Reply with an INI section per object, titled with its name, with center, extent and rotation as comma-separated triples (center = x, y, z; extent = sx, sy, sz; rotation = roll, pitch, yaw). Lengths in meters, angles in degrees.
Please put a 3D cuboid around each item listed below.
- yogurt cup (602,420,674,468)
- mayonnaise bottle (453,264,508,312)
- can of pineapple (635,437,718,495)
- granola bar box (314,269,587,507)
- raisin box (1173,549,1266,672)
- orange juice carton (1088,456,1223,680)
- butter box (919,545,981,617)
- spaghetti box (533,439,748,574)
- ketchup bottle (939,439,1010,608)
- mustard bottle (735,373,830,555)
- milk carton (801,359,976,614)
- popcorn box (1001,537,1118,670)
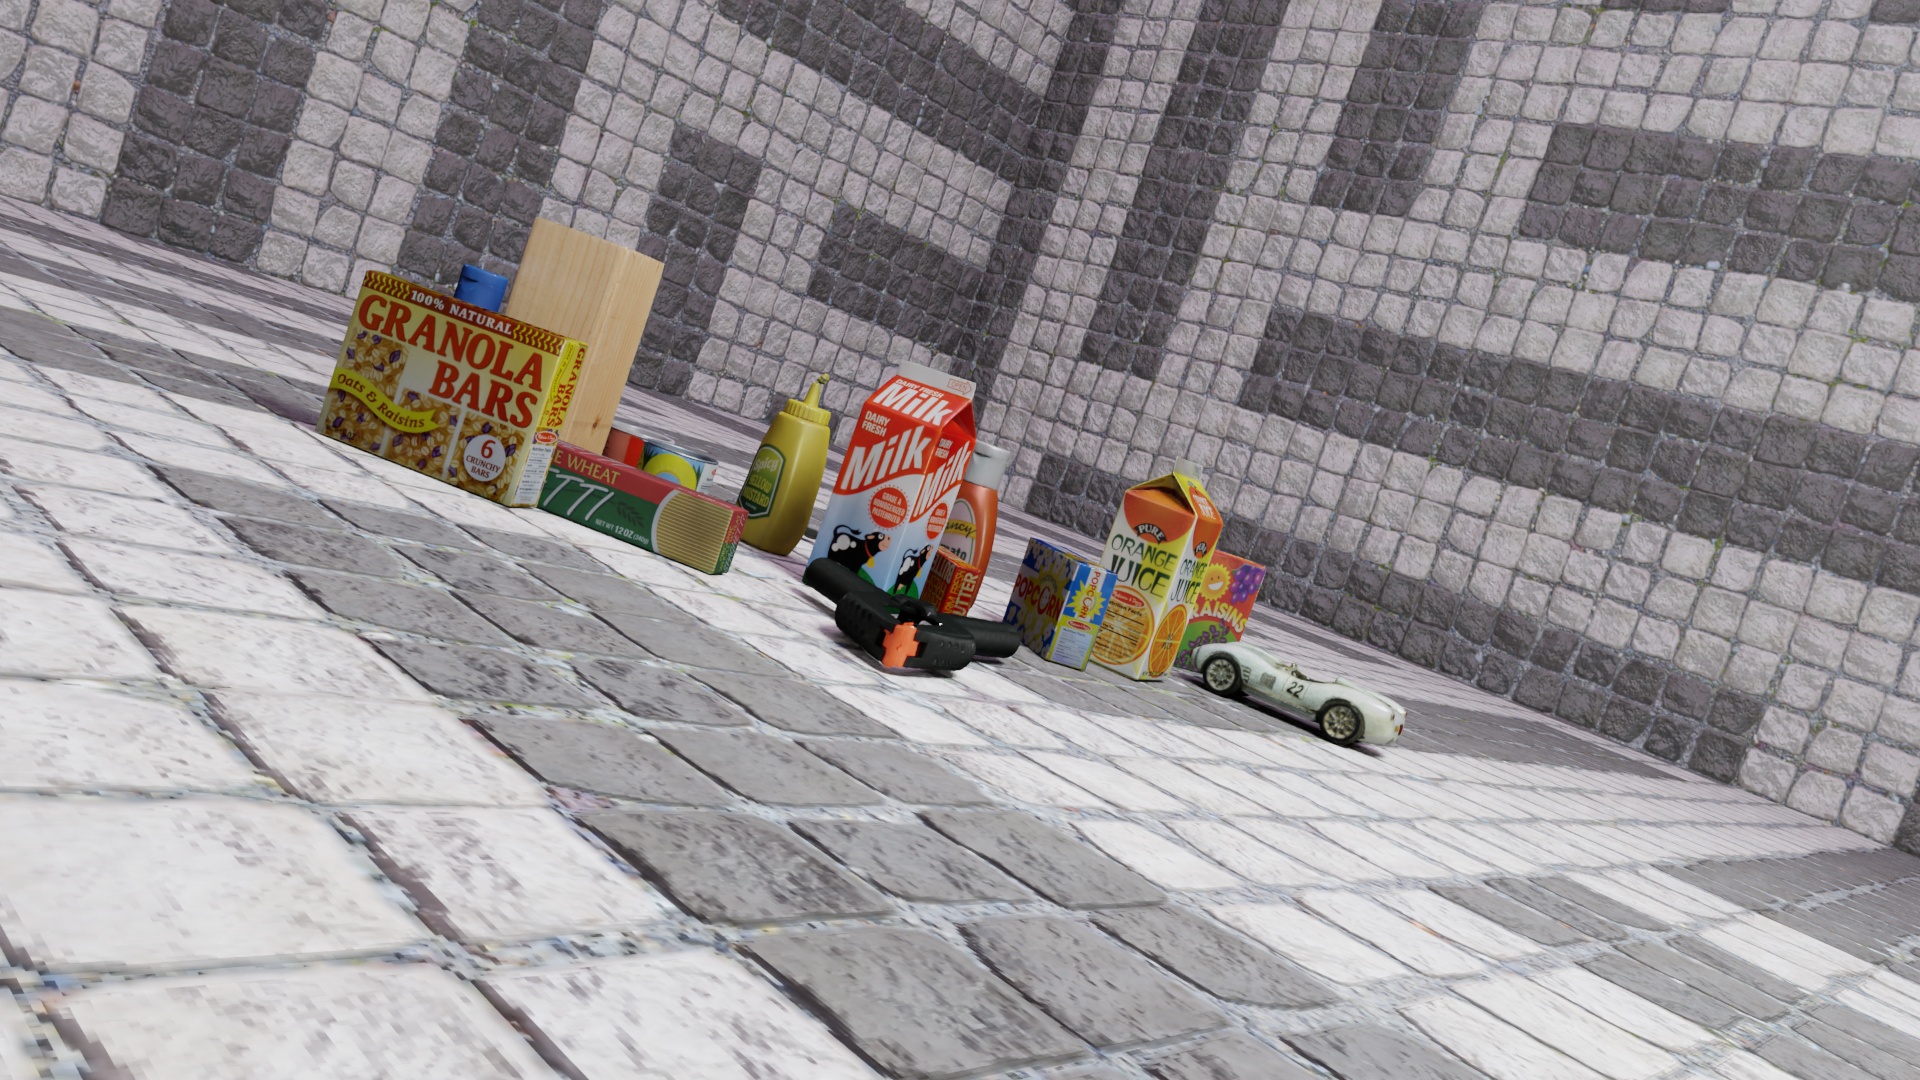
[yogurt cup]
center = -0.308, -0.078, 1.301
extent = 0.072, 0.054, 0.072
rotation = 19, 4, -1
[mayonnaise bottle]
center = -0.407, -0.148, 1.124
extent = 0.065, 0.148, 0.041
rotation = 20, 4, 16
[can of pineapple]
center = -0.250, -0.051, 1.195
extent = 0.071, 0.058, 0.071
rotation = 19, 4, -1
[granola bar box]
center = -0.360, -0.107, 0.984
extent = 0.166, 0.124, 0.039
rotation = 20, 4, 12
[raisin box]
center = 0.247, 0.070, 1.400
extent = 0.086, 0.123, 0.040
rotation = 17, 4, -28
[orange juice carton]
center = 0.168, 0.022, 1.211
extent = 0.073, 0.192, 0.072
rotation = 21, 4, 29
[butter box]
center = -0.017, 0.036, 1.148
extent = 0.024, 0.053, 0.103
rotation = 18, 5, -21
[spaghetti box]
center = -0.275, -0.040, 1.002
extent = 0.250, 0.050, 0.029
rotation = 20, 4, 12
[ketchup bottle]
center = 0.004, -0.016, 1.253
extent = 0.065, 0.148, 0.043
rotation = 21, 4, 21
[mustard bottle]
center = -0.147, -0.070, 1.197
extent = 0.065, 0.160, 0.049
rotation = 23, 5, 42
[milk carton]
center = -0.049, -0.043, 1.087
extent = 0.072, 0.190, 0.073
rotation = 21, 4, 23
[popcorn box]
center = 0.081, 0.051, 1.174
extent = 0.038, 0.085, 0.127
rotation = 18, 4, -18
